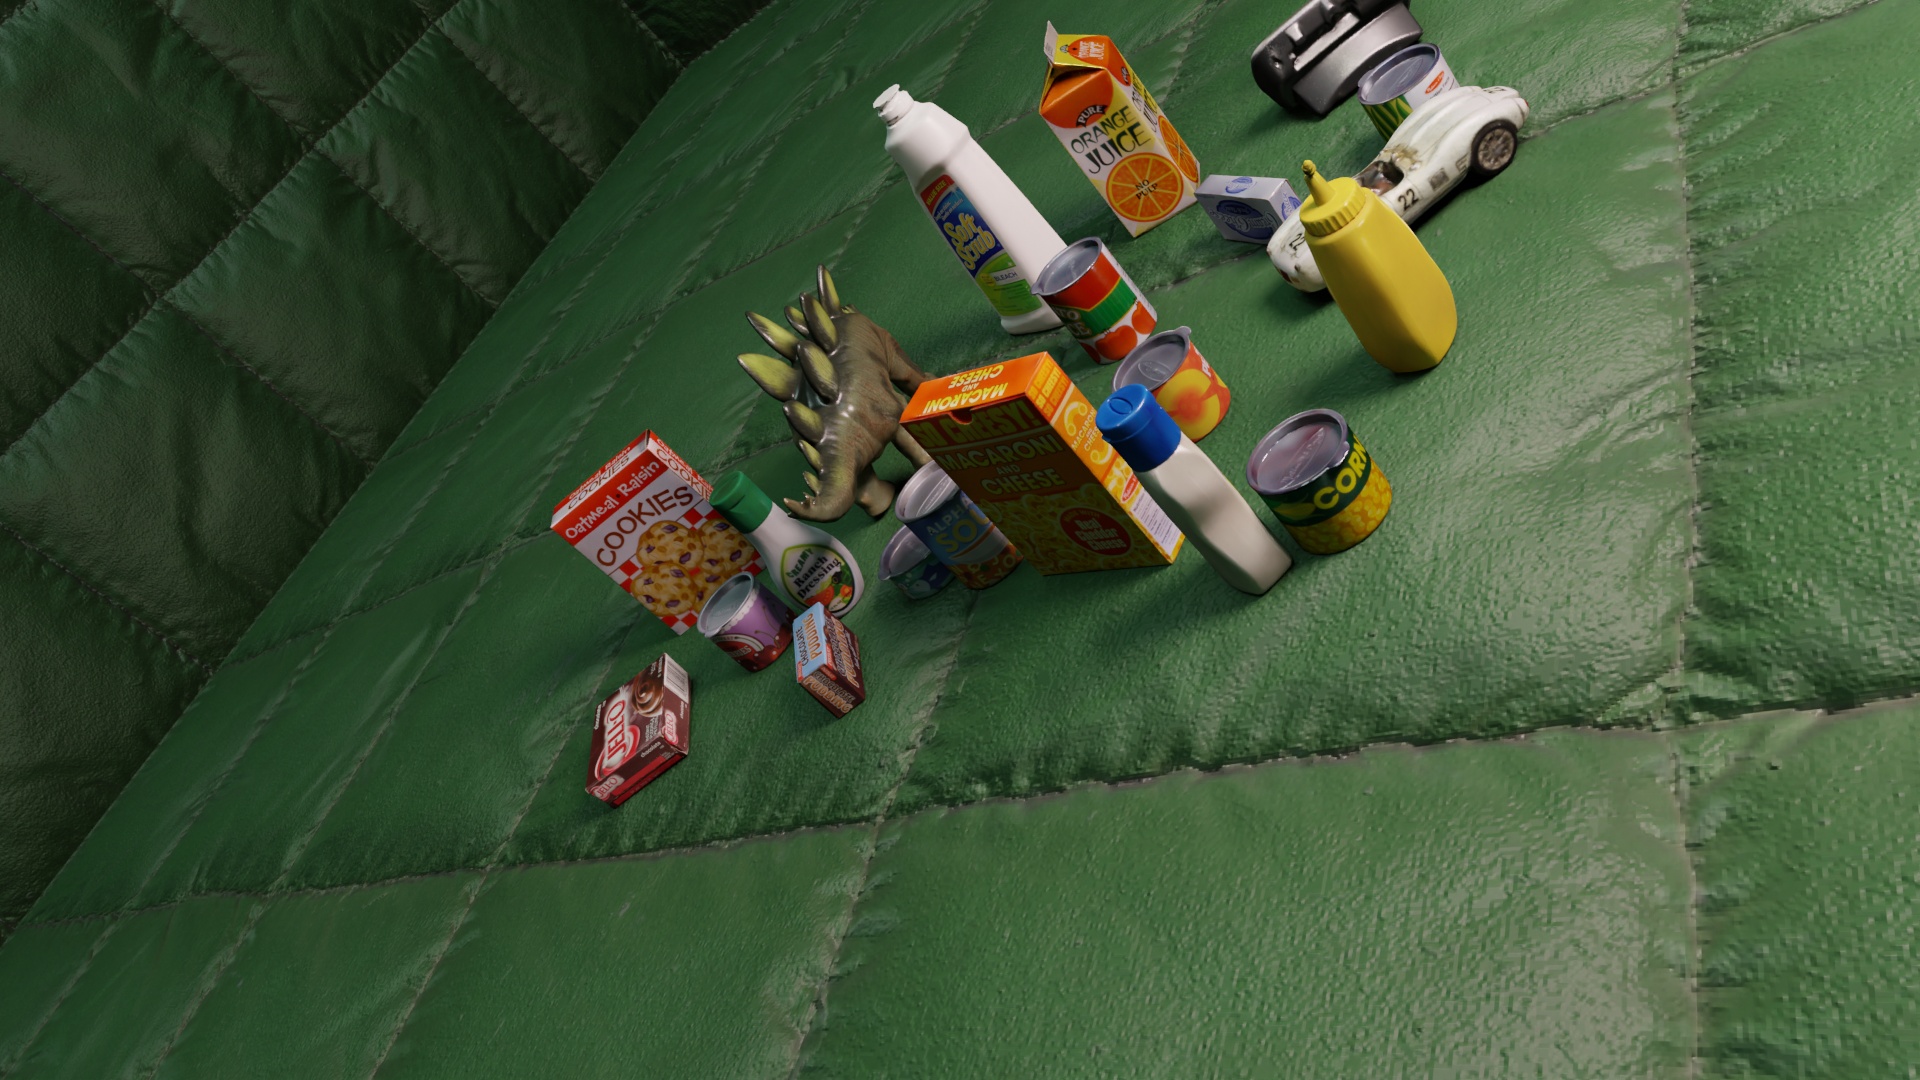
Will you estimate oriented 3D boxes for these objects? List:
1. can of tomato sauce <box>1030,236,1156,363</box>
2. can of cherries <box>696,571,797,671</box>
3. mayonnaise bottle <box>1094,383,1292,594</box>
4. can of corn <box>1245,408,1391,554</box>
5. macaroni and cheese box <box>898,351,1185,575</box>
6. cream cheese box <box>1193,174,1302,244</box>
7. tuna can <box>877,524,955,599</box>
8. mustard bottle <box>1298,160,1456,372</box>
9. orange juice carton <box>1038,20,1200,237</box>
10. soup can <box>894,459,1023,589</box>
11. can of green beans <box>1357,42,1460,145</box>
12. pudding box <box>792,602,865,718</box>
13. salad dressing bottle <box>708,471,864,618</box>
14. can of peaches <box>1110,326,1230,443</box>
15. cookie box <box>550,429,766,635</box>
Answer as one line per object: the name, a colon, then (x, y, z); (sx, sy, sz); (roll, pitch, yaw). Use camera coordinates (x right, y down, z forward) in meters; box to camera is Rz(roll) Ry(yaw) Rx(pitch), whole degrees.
can of tomato sauce: (0.110, -0.195, 1.140); (0.071, 0.083, 0.071); (-32, 31, 22)
can of cherries: (-0.183, 0.072, 1.189); (0.071, 0.058, 0.072); (-32, 31, 22)
mayonnaise bottle: (0.136, -0.031, 0.822); (0.041, 0.148, 0.065); (-45, 28, 0)
can of corn: (0.214, -0.034, 0.821); (0.071, 0.058, 0.071); (-32, 31, 22)
macaroni and cheese box: (0.056, -0.045, 0.924); (0.123, 0.166, 0.040); (-8, 45, 48)
cream cheese box: (0.234, -0.261, 1.101); (0.024, 0.053, 0.104); (-48, 29, -6)
tuna can: (-0.031, 0.014, 1.097); (0.071, 0.032, 0.071); (-32, 31, 22)
mustard bottle: (0.250, -0.175, 0.854); (0.048, 0.160, 0.065); (-8, 45, 48)
orange juice carton: (0.132, -0.371, 1.231); (0.073, 0.192, 0.072); (-27, 33, 29)
soup can: (0.004, -0.013, 1.036); (0.071, 0.083, 0.072); (-32, 31, 22)
can of green beans: (0.343, -0.330, 1.047); (0.071, 0.057, 0.071); (-32, 31, 22)
pudding box: (-0.102, 0.091, 1.069); (0.030, 0.049, 0.084); (-37, 29, 13)
salad dressing bottle: (-0.142, 0.004, 1.133); (0.064, 0.147, 0.044); (-44, 28, 1)
can of peaches: (0.153, -0.109, 0.998); (0.071, 0.058, 0.071); (-32, 31, 22)
cookie box: (-0.277, -0.006, 1.298); (0.123, 0.167, 0.040); (-38, 29, 13)
